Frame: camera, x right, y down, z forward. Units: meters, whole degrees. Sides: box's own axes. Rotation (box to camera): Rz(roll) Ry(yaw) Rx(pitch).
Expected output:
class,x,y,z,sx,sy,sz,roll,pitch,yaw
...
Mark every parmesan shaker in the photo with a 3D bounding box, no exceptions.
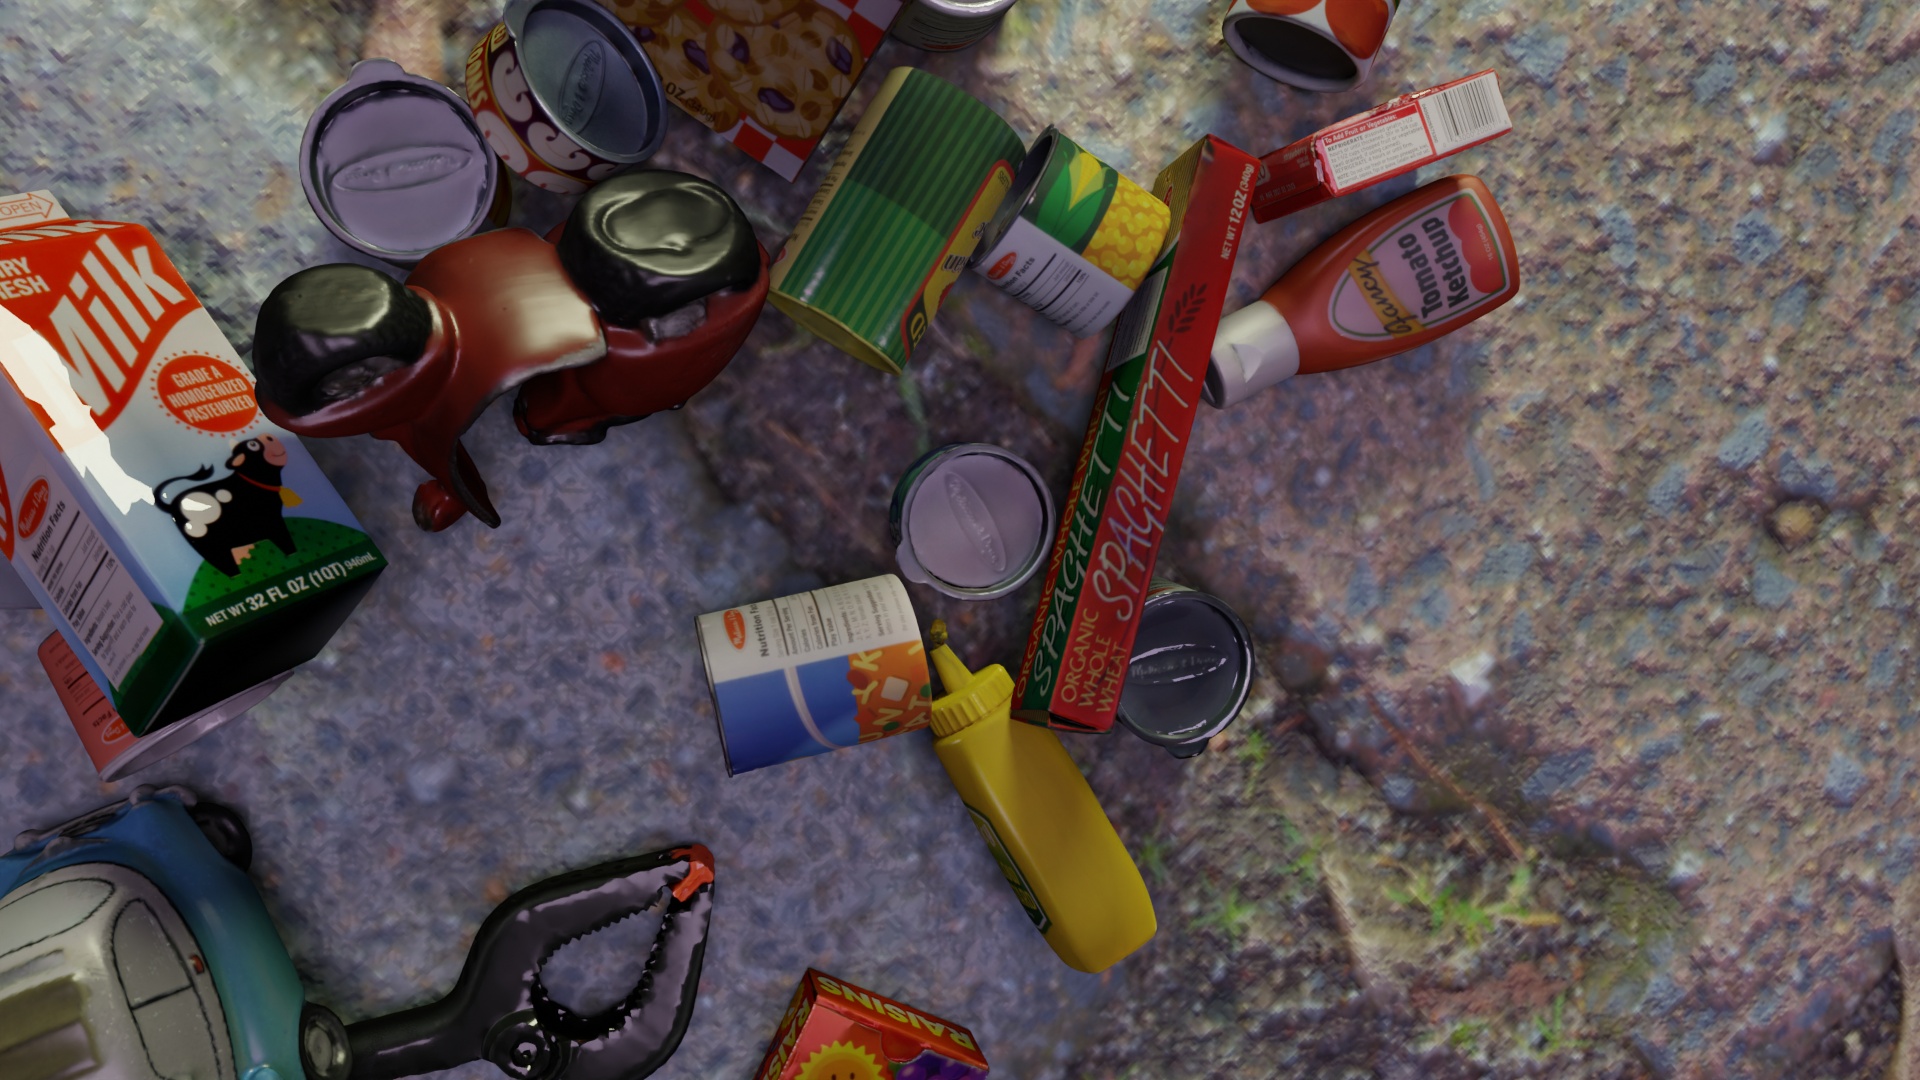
class,x,y,z,sx,sy,sz,roll,pitch,yaw
parmesan shaker,-0.026,-0.126,0.551,0.071,0.071,0.103,31,88,-14

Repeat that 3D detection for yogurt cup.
class,x,y,z,sx,sy,sz,roll,pitch,yaw
yogurt cup,-0.295,0.048,0.509,0.072,0.072,0.054,-34,94,-8

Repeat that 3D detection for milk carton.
class,x,y,z,sx,sy,sz,roll,pitch,yaw
milk carton,-0.290,-0.038,0.471,0.073,0.073,0.190,-38,88,36

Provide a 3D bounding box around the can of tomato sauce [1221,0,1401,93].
class,x,y,z,sx,sy,sz,roll,pitch,yaw
can of tomato sauce,0.157,-0.242,0.584,0.071,0.071,0.083,24,90,-14

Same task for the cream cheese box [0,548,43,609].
class,x,y,z,sx,sy,sz,roll,pitch,yaw
cream cheese box,-0.367,0.009,0.493,0.104,0.053,0.024,2,93,-13

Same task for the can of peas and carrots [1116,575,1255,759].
class,x,y,z,sx,sy,sz,roll,pitch,yaw
can of peas and carrots,0.085,0.052,0.600,0.071,0.059,0.071,-1,96,-13

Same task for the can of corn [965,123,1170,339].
class,x,y,z,sx,sy,sz,roll,pitch,yaw
can of corn,0.045,-0.127,0.571,0.058,0.071,0.071,30,88,-15

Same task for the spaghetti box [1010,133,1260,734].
class,x,y,z,sx,sy,sz,roll,pitch,yaw
spaghetti box,0.071,-0.042,0.568,0.029,0.050,0.250,19,79,-14

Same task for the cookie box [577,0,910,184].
class,x,y,z,sx,sy,sz,roll,pitch,yaw
cookie box,-0.070,-0.226,0.492,0.123,0.166,0.040,32,45,-14

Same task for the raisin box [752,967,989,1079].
class,x,y,z,sx,sy,sz,roll,pitch,yaw
raisin box,-0.054,0.259,0.597,0.086,0.040,0.123,27,88,-13

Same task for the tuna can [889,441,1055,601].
class,x,y,z,sx,sy,sz,roll,pitch,yaw
tuna can,0.002,-0.007,0.588,0.071,0.033,0.071,-1,95,-13

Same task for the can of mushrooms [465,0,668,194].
class,x,y,z,sx,sy,sz,roll,pitch,yaw
can of mushrooms,-0.144,-0.163,0.502,0.071,0.033,0.071,27,55,-45

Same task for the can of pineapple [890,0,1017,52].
class,x,y,z,sx,sy,sz,roll,pitch,yaw
can of pineapple,-0.005,-0.236,0.553,0.071,0.058,0.071,-1,96,-13

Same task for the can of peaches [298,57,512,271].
class,x,y,z,sx,sy,sz,roll,pitch,yaw
can of peaches,-0.203,-0.136,0.516,0.071,0.058,0.071,-1,95,-12

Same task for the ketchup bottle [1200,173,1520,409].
class,x,y,z,sx,sy,sz,roll,pitch,yaw
ketchup bottle,0.170,-0.105,0.614,0.149,0.043,0.064,-27,101,-9

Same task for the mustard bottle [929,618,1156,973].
class,x,y,z,sx,sy,sz,roll,pitch,yaw
mustard bottle,0.025,0.105,0.591,0.049,0.065,0.160,-31,94,-13

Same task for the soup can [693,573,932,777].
class,x,y,z,sx,sy,sz,roll,pitch,yaw
soup can,-0.060,0.056,0.564,0.084,0.071,0.071,-12,98,-12
